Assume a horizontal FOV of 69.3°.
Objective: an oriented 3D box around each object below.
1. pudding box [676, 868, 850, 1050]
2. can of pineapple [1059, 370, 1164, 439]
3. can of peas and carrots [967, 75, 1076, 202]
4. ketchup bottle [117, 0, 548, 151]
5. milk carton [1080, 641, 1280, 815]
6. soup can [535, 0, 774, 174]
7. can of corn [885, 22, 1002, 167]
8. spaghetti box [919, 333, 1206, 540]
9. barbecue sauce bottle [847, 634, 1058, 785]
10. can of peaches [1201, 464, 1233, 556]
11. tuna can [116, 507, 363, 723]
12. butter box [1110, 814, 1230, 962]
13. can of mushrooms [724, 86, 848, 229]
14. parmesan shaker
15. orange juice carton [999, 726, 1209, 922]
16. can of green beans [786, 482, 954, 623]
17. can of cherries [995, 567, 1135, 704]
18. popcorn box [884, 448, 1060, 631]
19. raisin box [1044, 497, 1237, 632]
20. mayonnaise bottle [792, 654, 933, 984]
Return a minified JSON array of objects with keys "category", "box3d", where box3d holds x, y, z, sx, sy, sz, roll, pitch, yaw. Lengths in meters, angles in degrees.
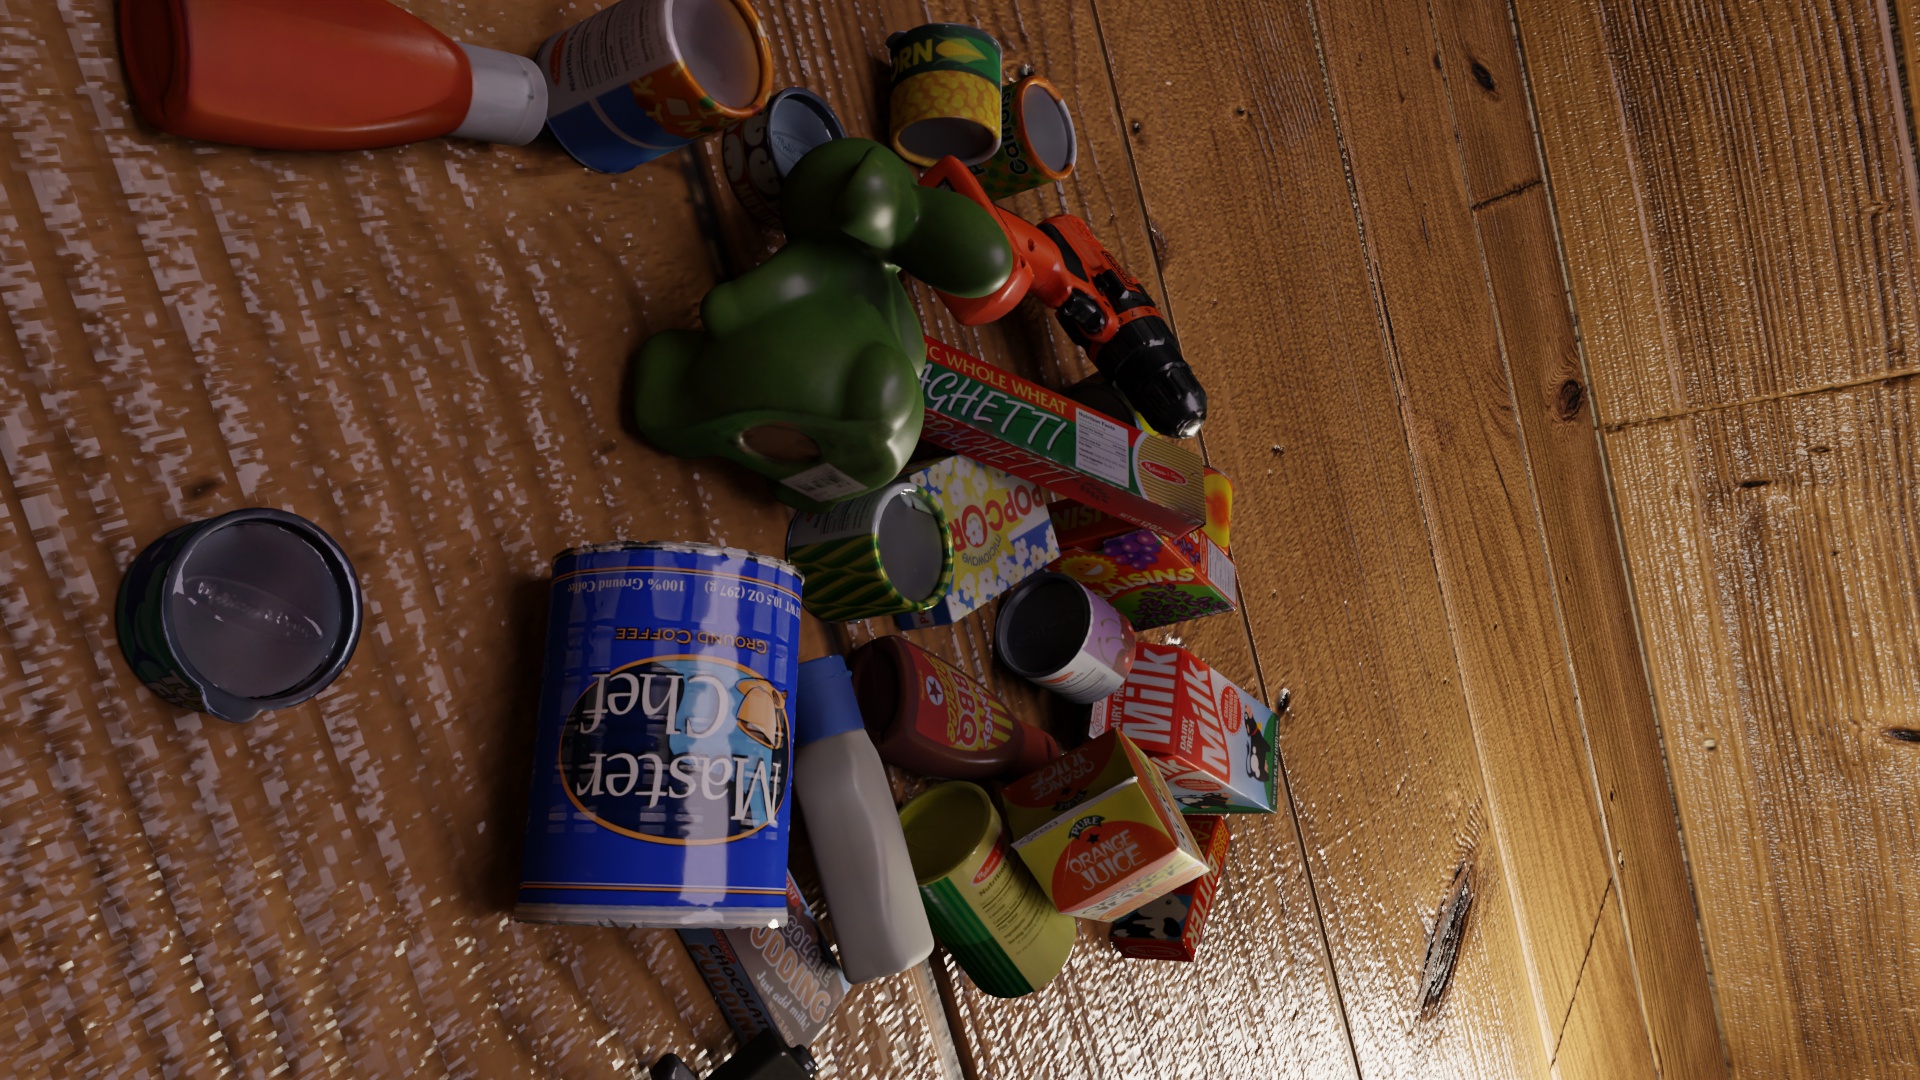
[{"category":"pudding box","box3d":[-0.088,0.187,0.627,0.050,0.030,0.083,-46,120,-50]},{"category":"can of pineapple","box3d":[0.100,-0.078,0.920,0.058,0.071,0.071,-34,110,-53]},{"category":"can of peas and carrots","box3d":[0.031,-0.251,0.872,0.071,0.058,0.071,18,67,-51]},{"category":"ketchup bottle","box3d":[-0.223,-0.173,0.513,0.149,0.043,0.064,-10,91,-55]},{"category":"milk carton","box3d":[0.139,0.124,0.921,0.190,0.073,0.072,35,56,-45]},{"category":"soup can","box3d":[-0.132,-0.204,0.612,0.071,0.083,0.071,18,68,-52]},{"category":"can of corn","box3d":[-0.011,-0.259,0.811,0.071,0.071,0.058,17,69,-52]},{"category":"spaghetti box","box3d":[0.035,-0.063,0.779,0.250,0.028,0.050,20,55,-27]},{"category":"barbecue sauce bottle","box3d":[-0.001,0.102,0.756,0.148,0.043,0.065,32,41,-47]},{"category":"can of peaches","box3d":[0.161,-0.015,0.990,0.071,0.071,0.058,34,56,-46]},{"category":"tuna can","box3d":[-0.236,0.026,0.455,0.071,0.033,0.071,17,68,-52]},{"category":"butter box","box3d":[0.140,0.227,0.916,0.024,0.053,0.104,60,40,-30]},{"category":"can of mushrooms","box3d":[-0.088,-0.194,0.715,0.071,0.033,0.071,18,68,-52]},{"category":"parmesan shaker","box3d":[0.008,0.187,0.732,0.102,0.071,0.072,58,41,-30]},{"category":"orange juice carton","box3d":[0.080,0.158,0.761,0.073,0.072,0.192,63,6,22]},{"category":"can of green beans","box3d":[-0.045,0.007,0.706,0.071,0.057,0.071,17,69,-52]},{"category":"can of cherries","box3d":[0.064,0.057,0.840,0.058,0.071,0.072,33,57,-47]},{"category":"popcorn box","box3d":[0.003,-0.010,0.793,0.127,0.038,0.085,-28,105,-53]},{"category":"raisin box","box3d":[0.113,0.013,0.901,0.123,0.086,0.040,39,47,-43]},{"category":"mayonnaise bottle","box3d":[-0.053,0.130,0.660,0.064,0.041,0.148,31,41,-77]}]
